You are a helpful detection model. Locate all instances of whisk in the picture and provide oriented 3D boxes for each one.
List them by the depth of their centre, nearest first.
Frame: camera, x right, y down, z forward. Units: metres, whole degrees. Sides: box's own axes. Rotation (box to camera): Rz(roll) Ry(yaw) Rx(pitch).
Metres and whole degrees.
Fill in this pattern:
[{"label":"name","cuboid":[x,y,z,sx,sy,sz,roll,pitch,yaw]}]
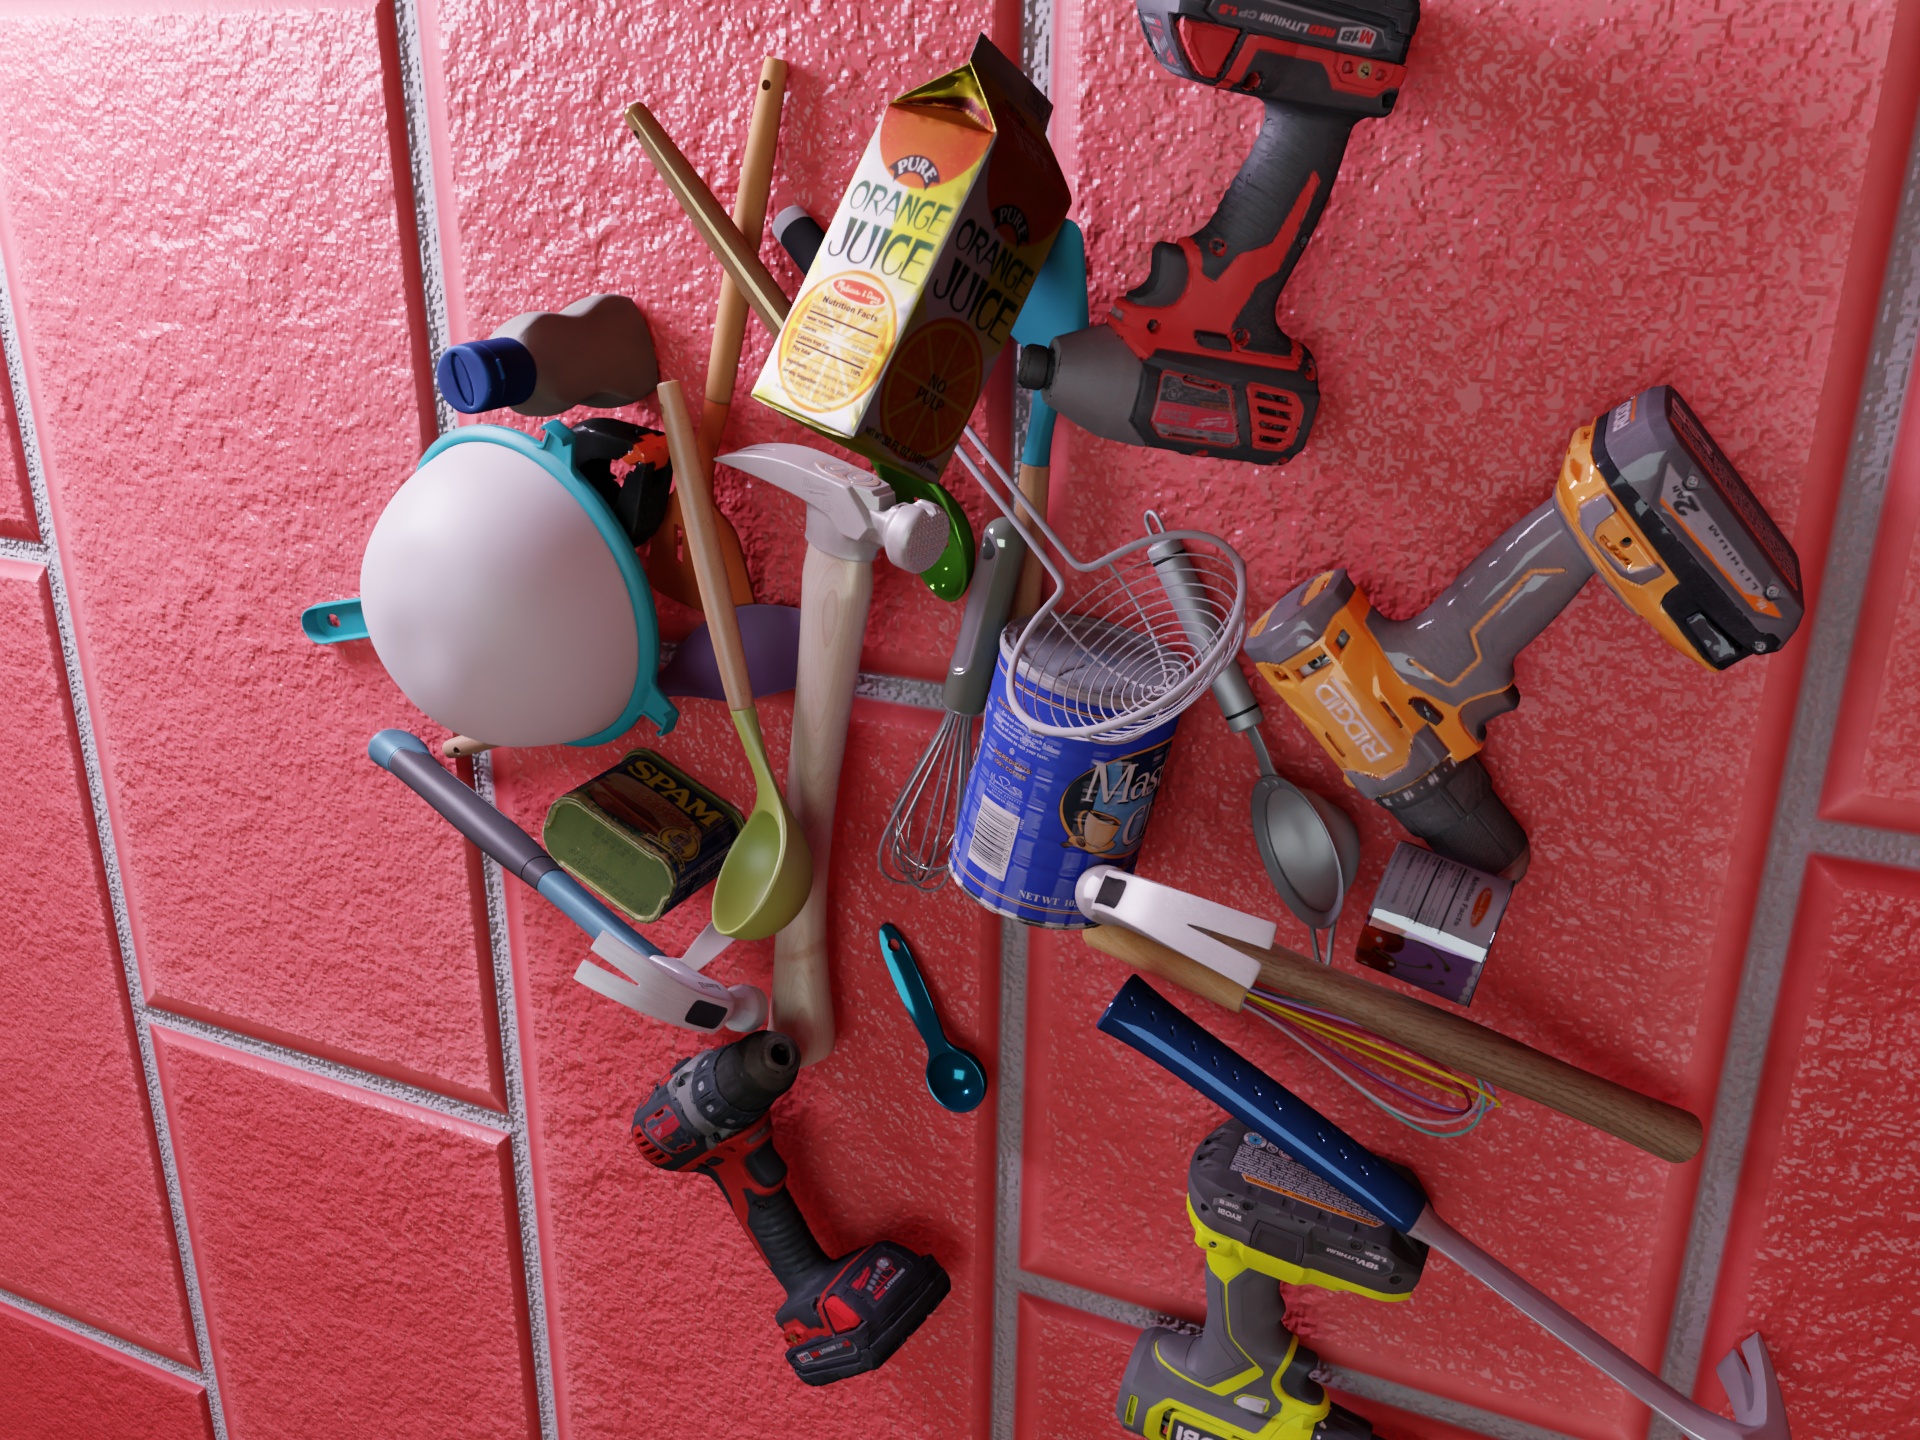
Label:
[{"label":"whisk","cuboid":[0.180,0.165,0.888,0.245,0.047,0.051,22,106,22]},{"label":"whisk","cuboid":[-0.001,-0.003,0.892,0.058,0.059,0.246,52,137,45]}]

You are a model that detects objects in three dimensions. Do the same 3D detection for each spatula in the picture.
[{"label":"spatula","cuboid":[0.030,-0.112,0.855,0.082,0.044,0.317,21,119,35]},{"label":"spatula","cuboid":[-0.130,-0.208,0.909,0.081,0.041,0.322,21,112,17]},{"label":"spatula","cuboid":[-0.219,-0.017,1.021,0.316,0.018,0.059,-15,111,28]}]

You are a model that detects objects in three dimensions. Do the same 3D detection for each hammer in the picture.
[{"label":"hammer","cuboid":[0.220,0.148,0.784,0.331,0.130,0.031,24,85,-8]},{"label":"hammer","cuboid":[0.250,0.265,0.837,0.405,0.144,0.035,35,122,13]},{"label":"hammer","cuboid":[-0.096,0.039,0.954,0.146,0.038,0.410,27,124,29]},{"label":"hammer","cuboid":[-0.272,0.098,1.031,0.331,0.128,0.033,33,92,27]}]

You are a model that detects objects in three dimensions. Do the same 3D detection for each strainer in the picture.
[{"label":"strainer","cuboid":[0.156,0.005,0.840,0.258,0.050,0.087,64,164,-1]},{"label":"strainer","cuboid":[-0.339,-0.060,0.990,0.340,0.095,0.211,-3,113,37]}]

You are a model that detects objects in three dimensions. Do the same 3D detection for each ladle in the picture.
[{"label":"ladle","cuboid":[-0.141,-0.030,0.902,0.078,0.062,0.320,10,113,61]}]

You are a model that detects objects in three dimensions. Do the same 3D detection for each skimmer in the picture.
[{"label":"skimmer","cuboid":[0.003,-0.140,0.785,0.127,0.090,0.363,-38,72,4]}]

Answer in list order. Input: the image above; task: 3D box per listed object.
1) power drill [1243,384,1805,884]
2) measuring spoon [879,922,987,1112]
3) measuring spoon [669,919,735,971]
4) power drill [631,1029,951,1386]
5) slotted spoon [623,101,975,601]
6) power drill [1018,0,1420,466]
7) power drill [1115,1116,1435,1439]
[{"label":"power drill","cuboid":[0.274,-0.026,0.751,0.226,0.084,0.185,-34,99,35]},{"label":"measuring spoon","cuboid":[-0.017,0.185,1.005,0.042,0.021,0.128,-26,87,31]},{"label":"measuring spoon","cuboid":[-0.163,0.146,1.060,0.034,0.018,0.124,47,114,3]},{"label":"power drill","cuboid":[-0.109,0.308,1.035,0.227,0.080,0.188,52,137,3]},{"label":"slotted spoon","cuboid":[-0.083,-0.200,0.864,0.313,0.031,0.070,54,156,-7]},{"label":"power drill","cuboid":[0.113,-0.229,0.728,0.143,0.079,0.219,6,116,-12]},{"label":"power drill","cuboid":[0.200,0.360,0.928,0.190,0.080,0.228,16,117,20]}]
